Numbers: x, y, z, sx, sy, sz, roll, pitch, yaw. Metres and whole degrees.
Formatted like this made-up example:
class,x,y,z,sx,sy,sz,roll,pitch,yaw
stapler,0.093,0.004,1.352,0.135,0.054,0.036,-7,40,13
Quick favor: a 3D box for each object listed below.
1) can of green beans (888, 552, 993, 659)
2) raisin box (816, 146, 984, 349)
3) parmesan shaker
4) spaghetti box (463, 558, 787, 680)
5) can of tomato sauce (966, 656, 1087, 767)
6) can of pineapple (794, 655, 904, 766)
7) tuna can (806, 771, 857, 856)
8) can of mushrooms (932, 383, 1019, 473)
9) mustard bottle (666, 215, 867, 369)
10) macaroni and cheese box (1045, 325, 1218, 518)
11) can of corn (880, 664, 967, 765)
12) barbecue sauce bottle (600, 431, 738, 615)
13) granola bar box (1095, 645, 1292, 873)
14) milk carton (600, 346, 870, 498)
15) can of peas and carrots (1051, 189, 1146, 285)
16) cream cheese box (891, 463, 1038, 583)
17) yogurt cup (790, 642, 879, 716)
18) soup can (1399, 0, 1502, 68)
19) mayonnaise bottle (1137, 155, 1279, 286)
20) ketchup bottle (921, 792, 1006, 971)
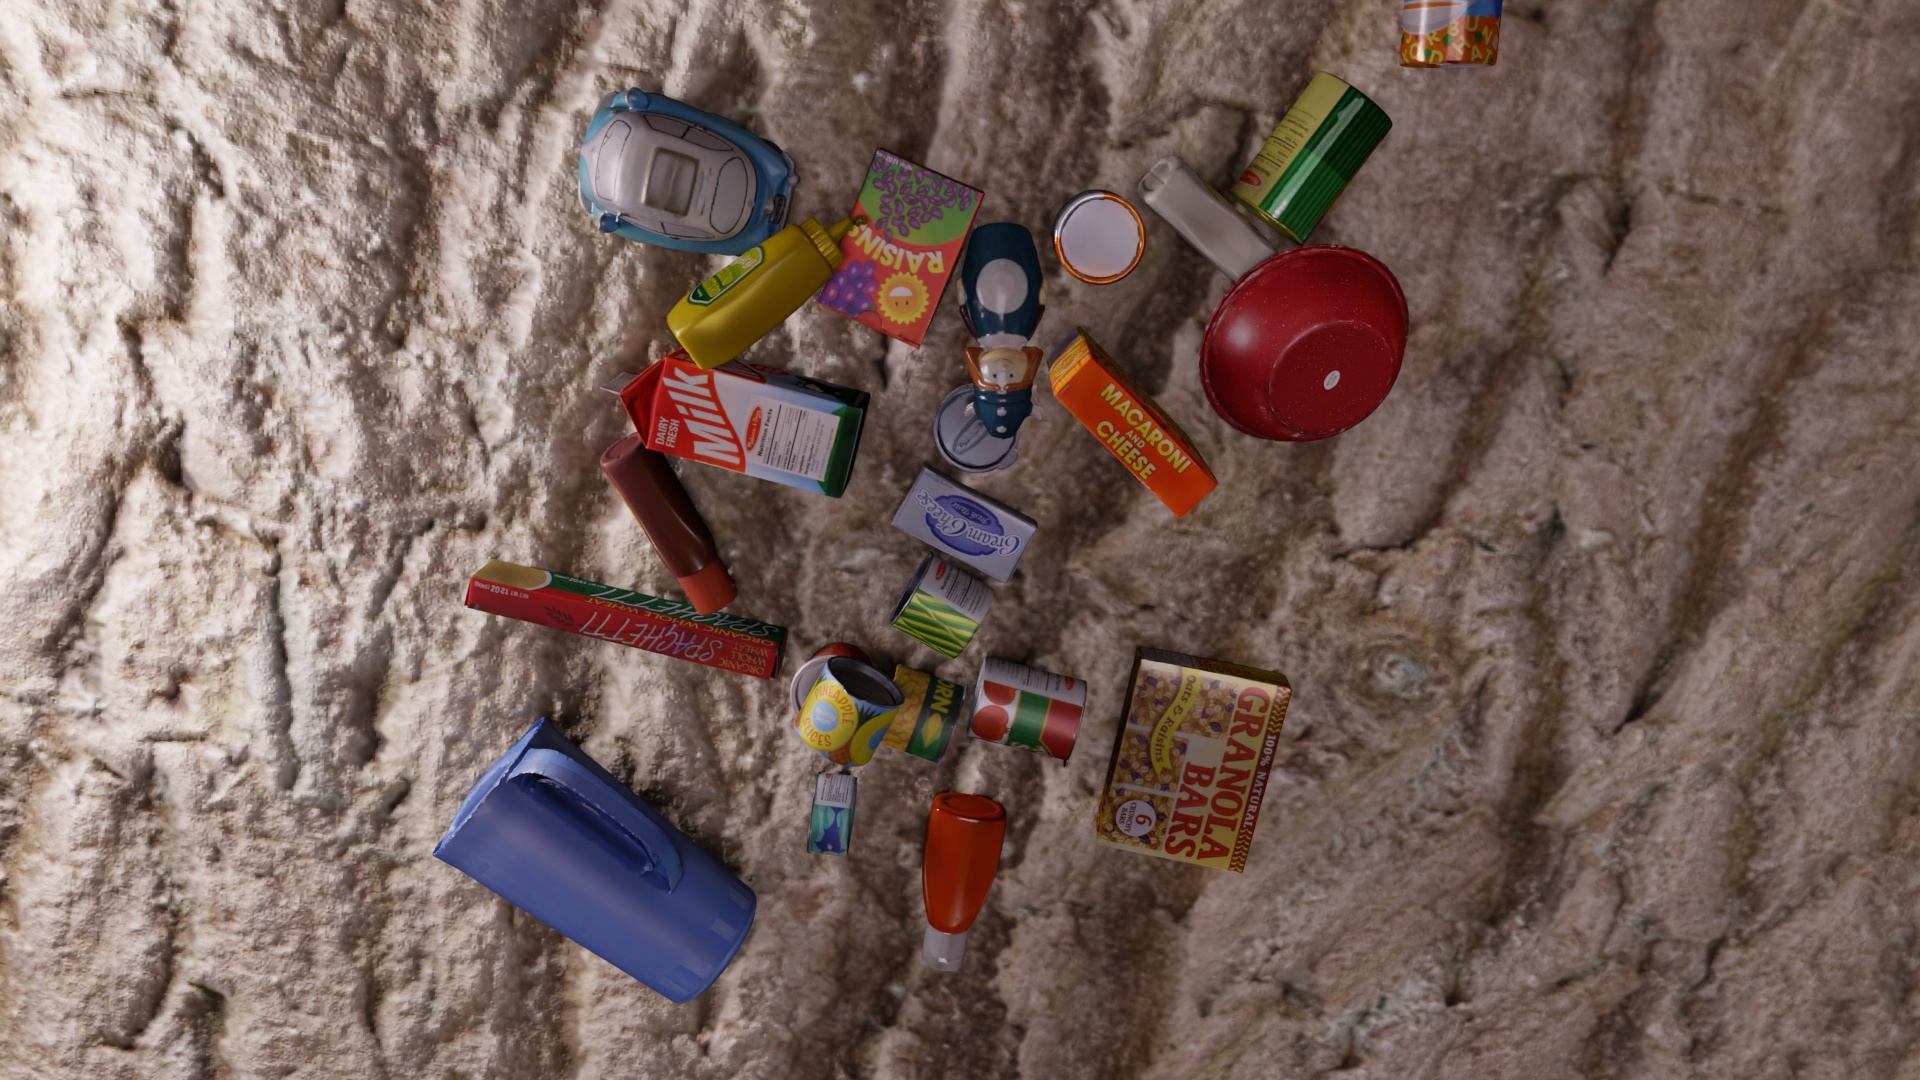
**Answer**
class,x,y,z,sx,sy,sz,roll,pitch,yaw
can of green beans,-0.015,0.052,1.086,0.058,0.071,0.071,31,104,-7
raisin box,-0.044,-0.217,1.029,0.086,0.040,0.123,23,105,-5
parmesan shaker,0.251,-0.270,0.988,0.071,0.071,0.103,35,103,-7
spaghetti box,-0.262,0.062,1.106,0.250,0.050,0.028,14,107,-2
can of tomato sauce,0.052,0.136,1.107,0.083,0.071,0.071,14,105,-1
can of pineapple,-0.085,0.129,1.050,0.071,0.071,0.057,28,105,-6
tuna can,-0.105,0.226,1.137,0.033,0.071,0.071,7,106,-1
can of mushrooms,0.014,-0.085,1.066,0.071,0.033,0.071,0,105,1
mustard bottle,-0.134,-0.187,0.993,0.160,0.065,0.048,-38,124,-2
macaroni and cheese box,0.118,-0.089,0.992,0.123,0.167,0.040,43,102,-10
can of corn,-0.033,0.136,1.109,0.058,0.071,0.071,20,105,-3
barbecue sauce bottle,-0.224,-0.011,1.080,0.043,0.065,0.148,-26,112,3
granola bar box,0.187,0.177,1.128,0.124,0.039,0.165,11,105,-1
milk carton,-0.170,-0.096,1.049,0.191,0.072,0.073,15,105,-3
can of peas and carrots,0.102,-0.220,1.013,0.071,0.059,0.070,1,106,2
cream cheese box,0.004,-0.014,1.090,0.104,0.024,0.053,27,105,-5
yogurt cup,-0.099,0.116,1.113,0.072,0.054,0.072,0,105,2
soup can,0.338,-0.372,0.959,0.071,0.071,0.083,1,106,2
mayonnaise bottle,0.196,-0.218,1.010,0.148,0.065,0.041,36,107,-18
ketchup bottle,-0.004,0.287,1.161,0.065,0.044,0.148,10,105,0
